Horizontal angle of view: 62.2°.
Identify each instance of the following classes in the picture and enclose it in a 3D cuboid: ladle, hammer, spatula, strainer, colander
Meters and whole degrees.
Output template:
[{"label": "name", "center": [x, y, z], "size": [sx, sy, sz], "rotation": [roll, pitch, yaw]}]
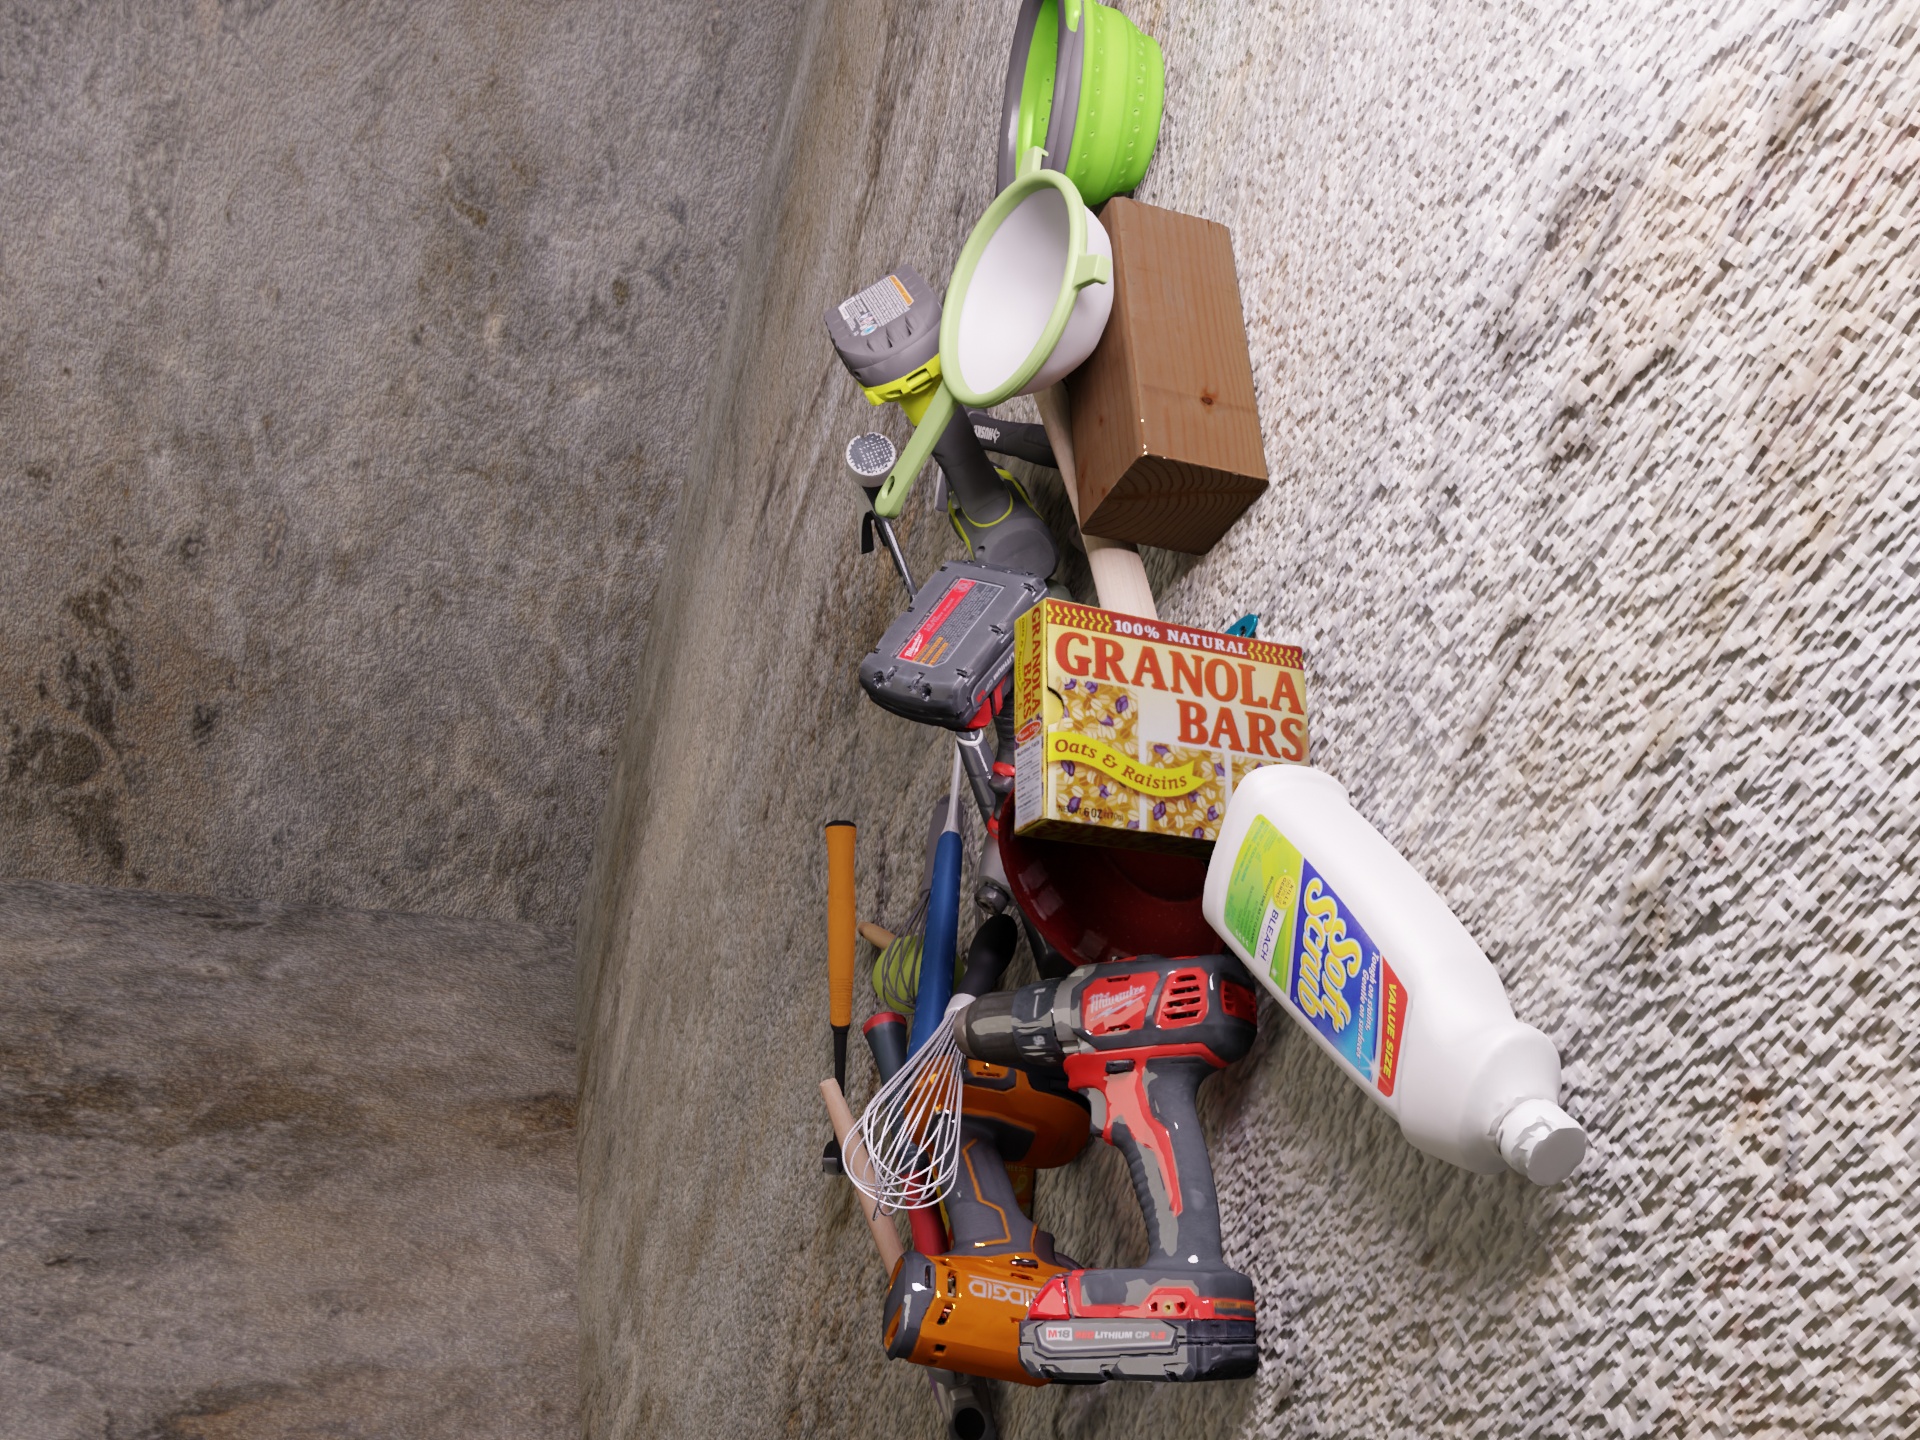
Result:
[{"label": "ladle", "center": [-0.061, 0.213, 1.434], "size": [0.320, 0.078, 0.062], "rotation": [171, 95, -77]}, {"label": "hammer", "center": [-0.115, 0.260, 1.522], "size": [0.127, 0.034, 0.337], "rotation": [109, 161, -73]}, {"label": "hammer", "center": [-0.002, -0.004, 1.165], "size": [0.149, 0.036, 0.409], "rotation": [99, 150, -74]}, {"label": "hammer", "center": [0.048, -0.229, 1.328], "size": [0.335, 0.035, 0.146], "rotation": [-142, 63, -67]}, {"label": "spatula", "center": [-0.041, 0.409, 1.151], "size": [0.060, 0.018, 0.316], "rotation": [155, 94, -80]}, {"label": "hammer", "center": [-0.026, 0.356, 1.151], "size": [0.387, 0.038, 0.143], "rotation": [-111, 10, -60]}, {"label": "strainer", "center": [0.028, -0.224, 1.027], "size": [0.256, 0.069, 0.152], "rotation": [-55, 37, 33]}, {"label": "hammer", "center": [0.098, -0.144, 1.055], "size": [0.038, 0.146, 0.411], "rotation": [126, 139, -49]}, {"label": "colander", "center": [0.078, -0.416, 1.253], "size": [0.396, 0.094, 0.205], "rotation": [112, 159, -58]}, {"label": "hammer", "center": [-0.007, 0.079, 1.236], "size": [0.144, 0.035, 0.406], "rotation": [102, 174, -60]}]

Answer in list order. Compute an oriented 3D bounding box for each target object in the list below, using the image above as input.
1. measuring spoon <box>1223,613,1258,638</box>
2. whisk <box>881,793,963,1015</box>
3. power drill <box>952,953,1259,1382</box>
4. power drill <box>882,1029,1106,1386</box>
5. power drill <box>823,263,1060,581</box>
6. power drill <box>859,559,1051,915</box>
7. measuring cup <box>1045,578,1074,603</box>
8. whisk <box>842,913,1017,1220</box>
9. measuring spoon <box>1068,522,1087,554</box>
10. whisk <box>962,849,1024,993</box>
[{"label": "measuring spoon", "center": [0.153, -0.021, 0.994], "size": [0.128, 0.021, 0.042], "rotation": [-51, 33, 39]}, {"label": "whisk", "center": [-0.025, 0.145, 1.304], "size": [0.239, 0.055, 0.055], "rotation": [-78, 11, -49]}, {"label": "power drill", "center": [0.078, 0.247, 0.894], "size": [0.188, 0.080, 0.227], "rotation": [-13, 65, 32]}, {"label": "power drill", "center": [0.038, 0.310, 1.002], "size": [0.227, 0.164, 0.084], "rotation": [-89, 16, -55]}, {"label": "power drill", "center": [-0.012, -0.220, 1.199], "size": [0.228, 0.080, 0.191], "rotation": [58, -175, -32]}, {"label": "power drill", "center": [0.027, 0.018, 1.011], "size": [0.079, 0.219, 0.143], "rotation": [15, 57, 38]}, {"label": "measuring cup", "center": [0.057, -0.028, 1.224], "size": [0.083, 0.038, 0.167], "rotation": [179, 96, -70]}, {"label": "whisk", "center": [-0.008, 0.207, 1.008], "size": [0.285, 0.070, 0.070], "rotation": [-58, -9, -58]}, {"label": "measuring spoon", "center": [0.097, -0.129, 1.176], "size": [0.124, 0.018, 0.034], "rotation": [-133, 54, -66]}, {"label": "whisk", "center": [0.018, 0.191, 1.242], "size": [0.059, 0.058, 0.246], "rotation": [-48, -23, -58]}]
